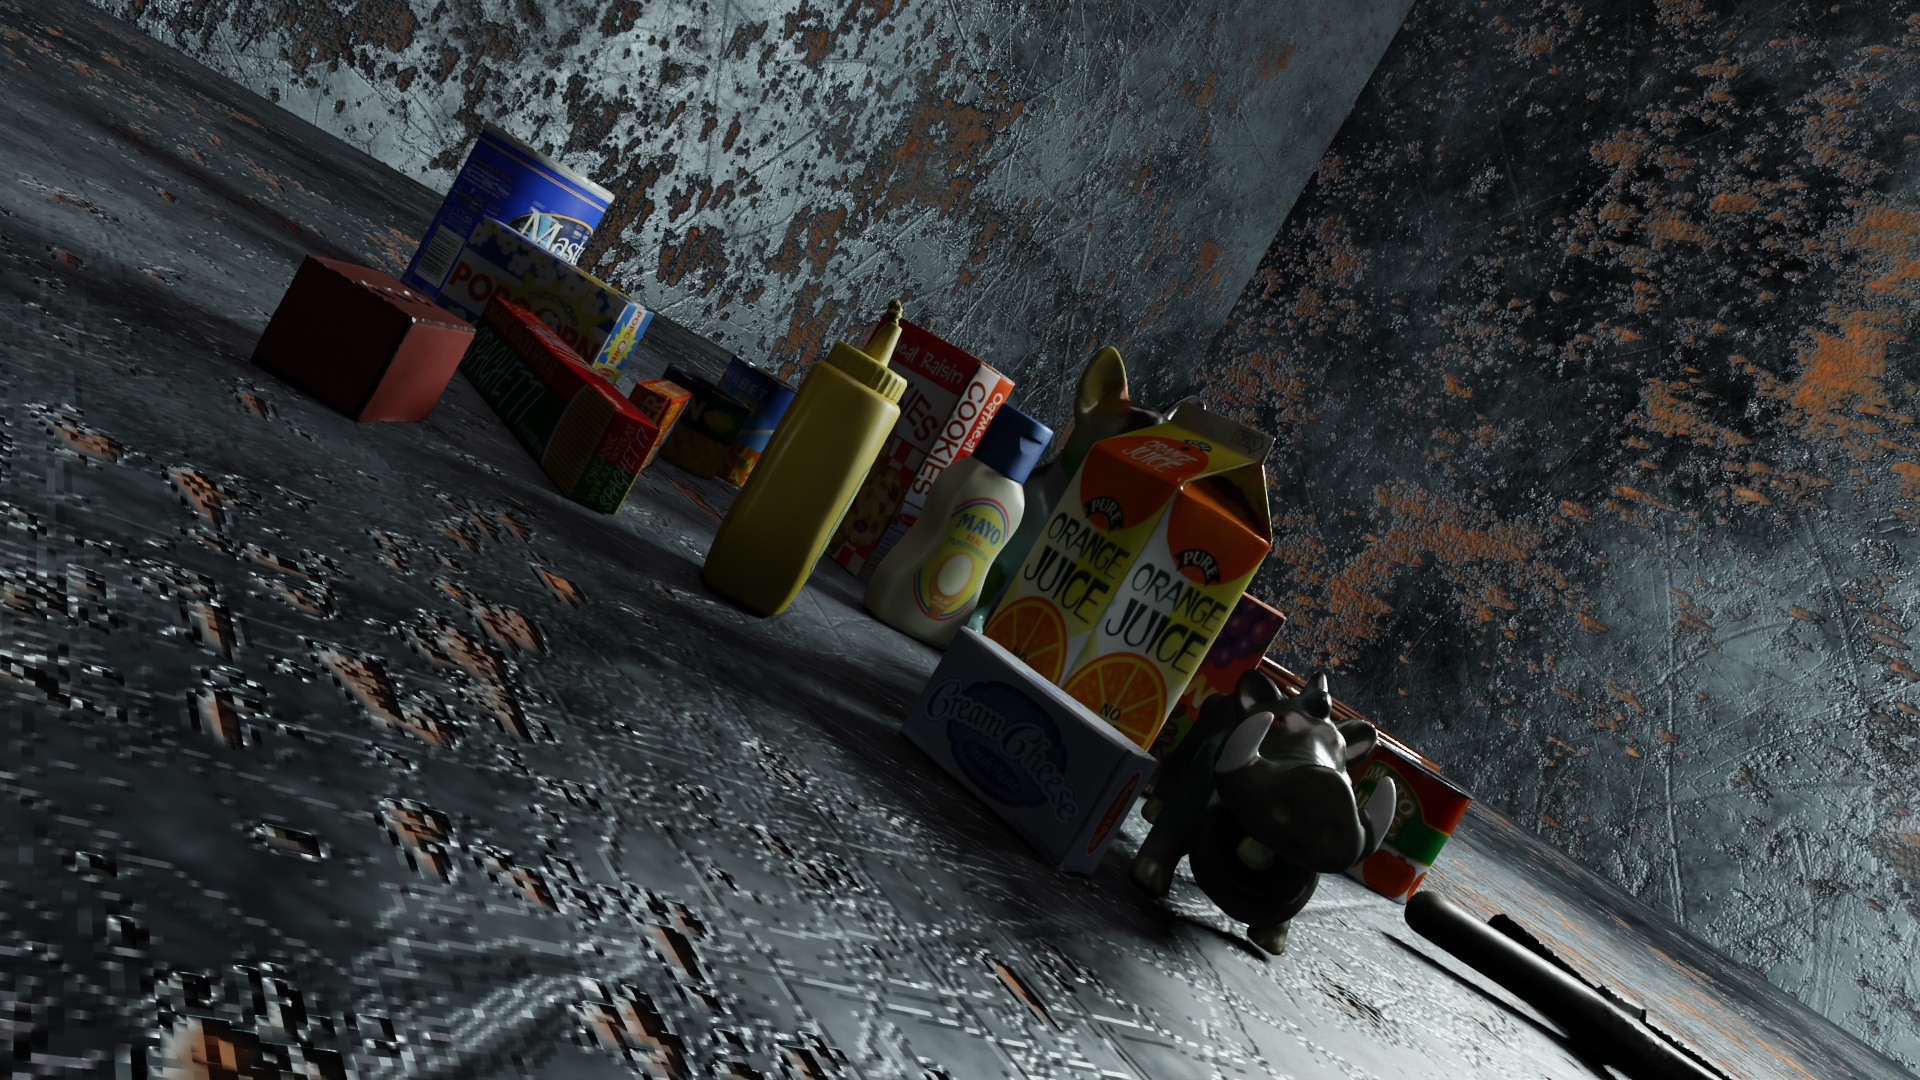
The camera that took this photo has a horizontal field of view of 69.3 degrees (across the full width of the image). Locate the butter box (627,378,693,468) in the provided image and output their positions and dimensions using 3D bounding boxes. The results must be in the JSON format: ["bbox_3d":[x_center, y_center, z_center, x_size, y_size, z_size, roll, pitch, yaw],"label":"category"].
[{"bbox_3d":[-0.192,-0.071,0.854,0.024,0.053,0.103,30,4,-7],"label":"butter box"}]

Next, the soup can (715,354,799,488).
[{"bbox_3d":[-0.163,-0.089,1.041,0.071,0.083,0.071,30,4,-2],"label":"soup can"}]

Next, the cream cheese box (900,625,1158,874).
[{"bbox_3d":[0.024,0.082,0.554,0.104,0.053,0.024,34,5,42],"label":"cream cheese box"}]

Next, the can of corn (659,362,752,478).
[{"bbox_3d":[-0.191,-0.084,0.974,0.071,0.058,0.071,30,4,-2],"label":"can of corn"}]

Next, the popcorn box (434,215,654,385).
[{"bbox_3d":[-0.280,-0.148,0.922,0.127,0.085,0.038,31,4,12],"label":"popcorn box"}]

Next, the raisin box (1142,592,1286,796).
[{"bbox_3d":[0.113,0.073,0.776,0.086,0.123,0.040,31,4,7],"label":"raisin box"}]

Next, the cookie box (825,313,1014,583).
[{"bbox_3d":[-0.050,-0.065,0.969,0.040,0.167,0.123,27,5,-43],"label":"cookie box"}]

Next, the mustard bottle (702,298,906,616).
[{"bbox_3d":[-0.066,-0.042,0.659,0.049,0.160,0.065,30,4,-11],"label":"mustard bottle"}]

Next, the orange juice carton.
[{"bbox_3d":[0.081,0.023,0.677,0.073,0.192,0.072,28,5,-35],"label":"orange juice carton"}]

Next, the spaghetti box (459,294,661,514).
[{"bbox_3d":[-0.226,-0.081,0.759,0.028,0.050,0.250,27,5,-38],"label":"spaghetti box"}]

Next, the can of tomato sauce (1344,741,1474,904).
[{"bbox_3d":[0.283,0.184,0.908,0.071,0.083,0.071,30,4,-2],"label":"can of tomato sauce"}]

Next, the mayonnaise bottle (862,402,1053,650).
[{"bbox_3d":[0.003,-0.010,0.832,0.064,0.148,0.041,28,4,-30],"label":"mayonnaise bottle"}]
